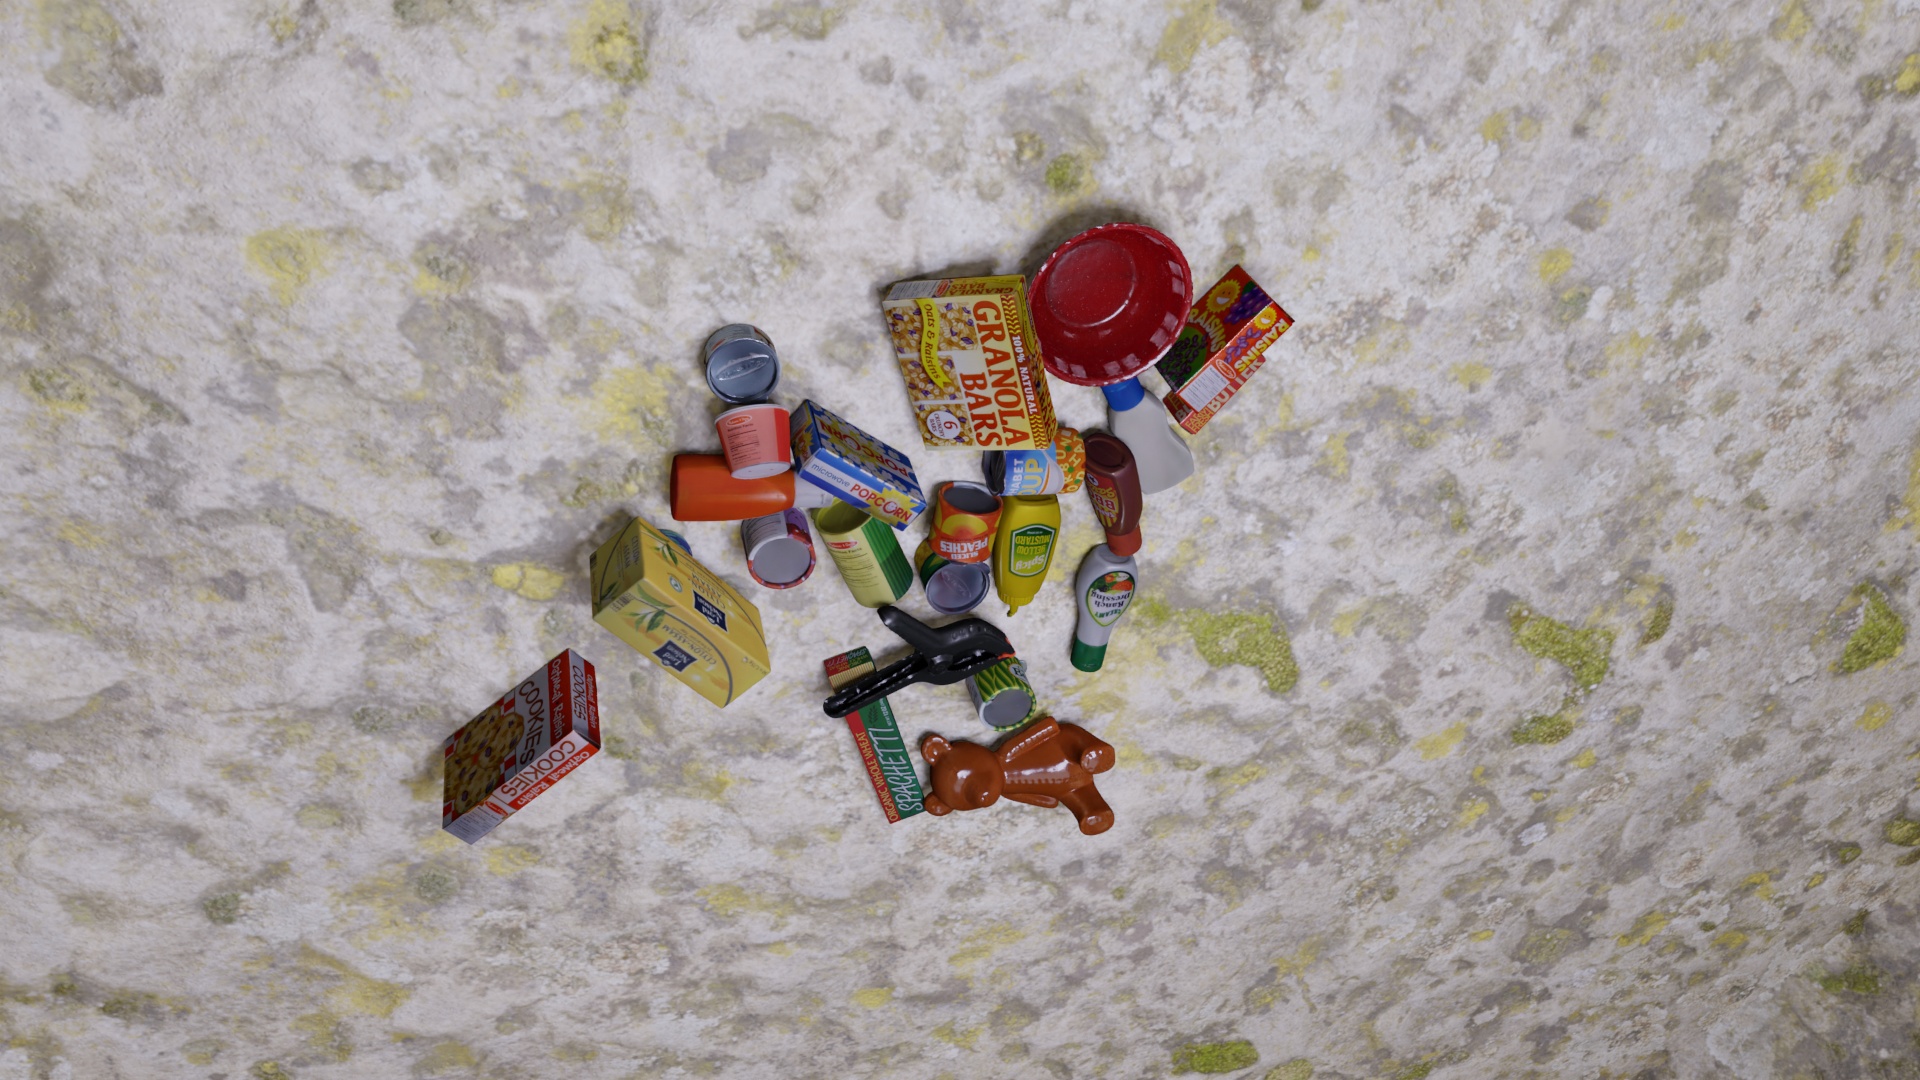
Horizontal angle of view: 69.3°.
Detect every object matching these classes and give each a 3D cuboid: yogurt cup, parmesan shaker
[{"bbox_3d":[-0.183,-0.088,1.248,0.072,0.054,0.072,-10,170,-2],"label":"yogurt cup"},{"bbox_3d":[-0.095,0.008,1.358,0.071,0.071,0.102,-24,129,0],"label":"parmesan shaker"}]

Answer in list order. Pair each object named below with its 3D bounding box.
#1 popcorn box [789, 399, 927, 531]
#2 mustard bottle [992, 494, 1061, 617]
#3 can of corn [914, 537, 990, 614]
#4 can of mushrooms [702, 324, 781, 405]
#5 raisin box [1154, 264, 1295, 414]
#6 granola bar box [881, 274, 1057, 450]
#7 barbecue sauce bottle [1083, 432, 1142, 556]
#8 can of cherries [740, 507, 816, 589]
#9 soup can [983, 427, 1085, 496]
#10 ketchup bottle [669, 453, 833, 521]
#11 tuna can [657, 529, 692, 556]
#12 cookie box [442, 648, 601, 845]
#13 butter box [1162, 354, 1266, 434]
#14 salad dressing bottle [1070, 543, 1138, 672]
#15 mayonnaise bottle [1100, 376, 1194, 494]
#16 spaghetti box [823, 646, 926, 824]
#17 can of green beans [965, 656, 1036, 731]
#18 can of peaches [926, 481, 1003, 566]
[{"bbox_3d":[-0.098,-0.069,1.288,0.126,0.085,0.038,29,113,-32],"label":"popcorn box"},{"bbox_3d":[0.063,0.018,1.424,0.065,0.049,0.159,-3,125,-14],"label":"mustard bottle"},{"bbox_3d":[-0.007,0.030,1.404,0.071,0.058,0.070,-8,126,-12],"label":"can of corn"},{"bbox_3d":[-0.193,-0.154,1.230,0.071,0.033,0.070,-9,126,-12],"label":"can of mushrooms"},{"bbox_3d":[0.243,-0.190,1.311,0.123,0.086,0.040,-44,123,15],"label":"raisin box"},{"bbox_3d":[0.011,-0.158,1.255,0.124,0.039,0.164,1,131,20],"label":"granola bar box"},{"bbox_3d":[0.157,-0.041,1.402,0.044,0.065,0.148,-39,142,-15],"label":"barbecue sauce bottle"},{"bbox_3d":[-0.173,0.006,1.334,0.071,0.058,0.071,-8,126,-12],"label":"can of cherries"},{"bbox_3d":[0.072,-0.075,1.347,0.084,0.071,0.071,-2,125,-17],"label":"soup can"},{"bbox_3d":[-0.194,-0.049,1.298,0.149,0.044,0.064,0,125,-18],"label":"ketchup bottle"},{"bbox_3d":[-0.286,0.026,1.328,0.071,0.033,0.070,-9,126,-12],"label":"tuna can"},{"bbox_3d":[-0.426,0.198,1.348,0.167,0.123,0.040,-36,128,9],"label":"cookie box"},{"bbox_3d":[0.247,-0.156,1.357,0.024,0.053,0.103,32,110,-31],"label":"butter box"},{"bbox_3d":[0.150,0.075,1.495,0.064,0.044,0.146,0,124,-16],"label":"salad dressing bottle"},{"bbox_3d":[0.179,-0.113,1.374,0.065,0.041,0.147,-26,127,10],"label":"mayonnaise bottle"},{"bbox_3d":[-0.090,0.219,1.531,0.050,0.029,0.248,-20,128,-4],"label":"spaghetti box"},{"bbox_3d":[0.045,0.166,1.517,0.071,0.058,0.071,-9,126,-12],"label":"can of green beans"},{"bbox_3d":[0.005,-0.017,1.367,0.071,0.071,0.057,3,122,-19],"label":"can of peaches"}]
